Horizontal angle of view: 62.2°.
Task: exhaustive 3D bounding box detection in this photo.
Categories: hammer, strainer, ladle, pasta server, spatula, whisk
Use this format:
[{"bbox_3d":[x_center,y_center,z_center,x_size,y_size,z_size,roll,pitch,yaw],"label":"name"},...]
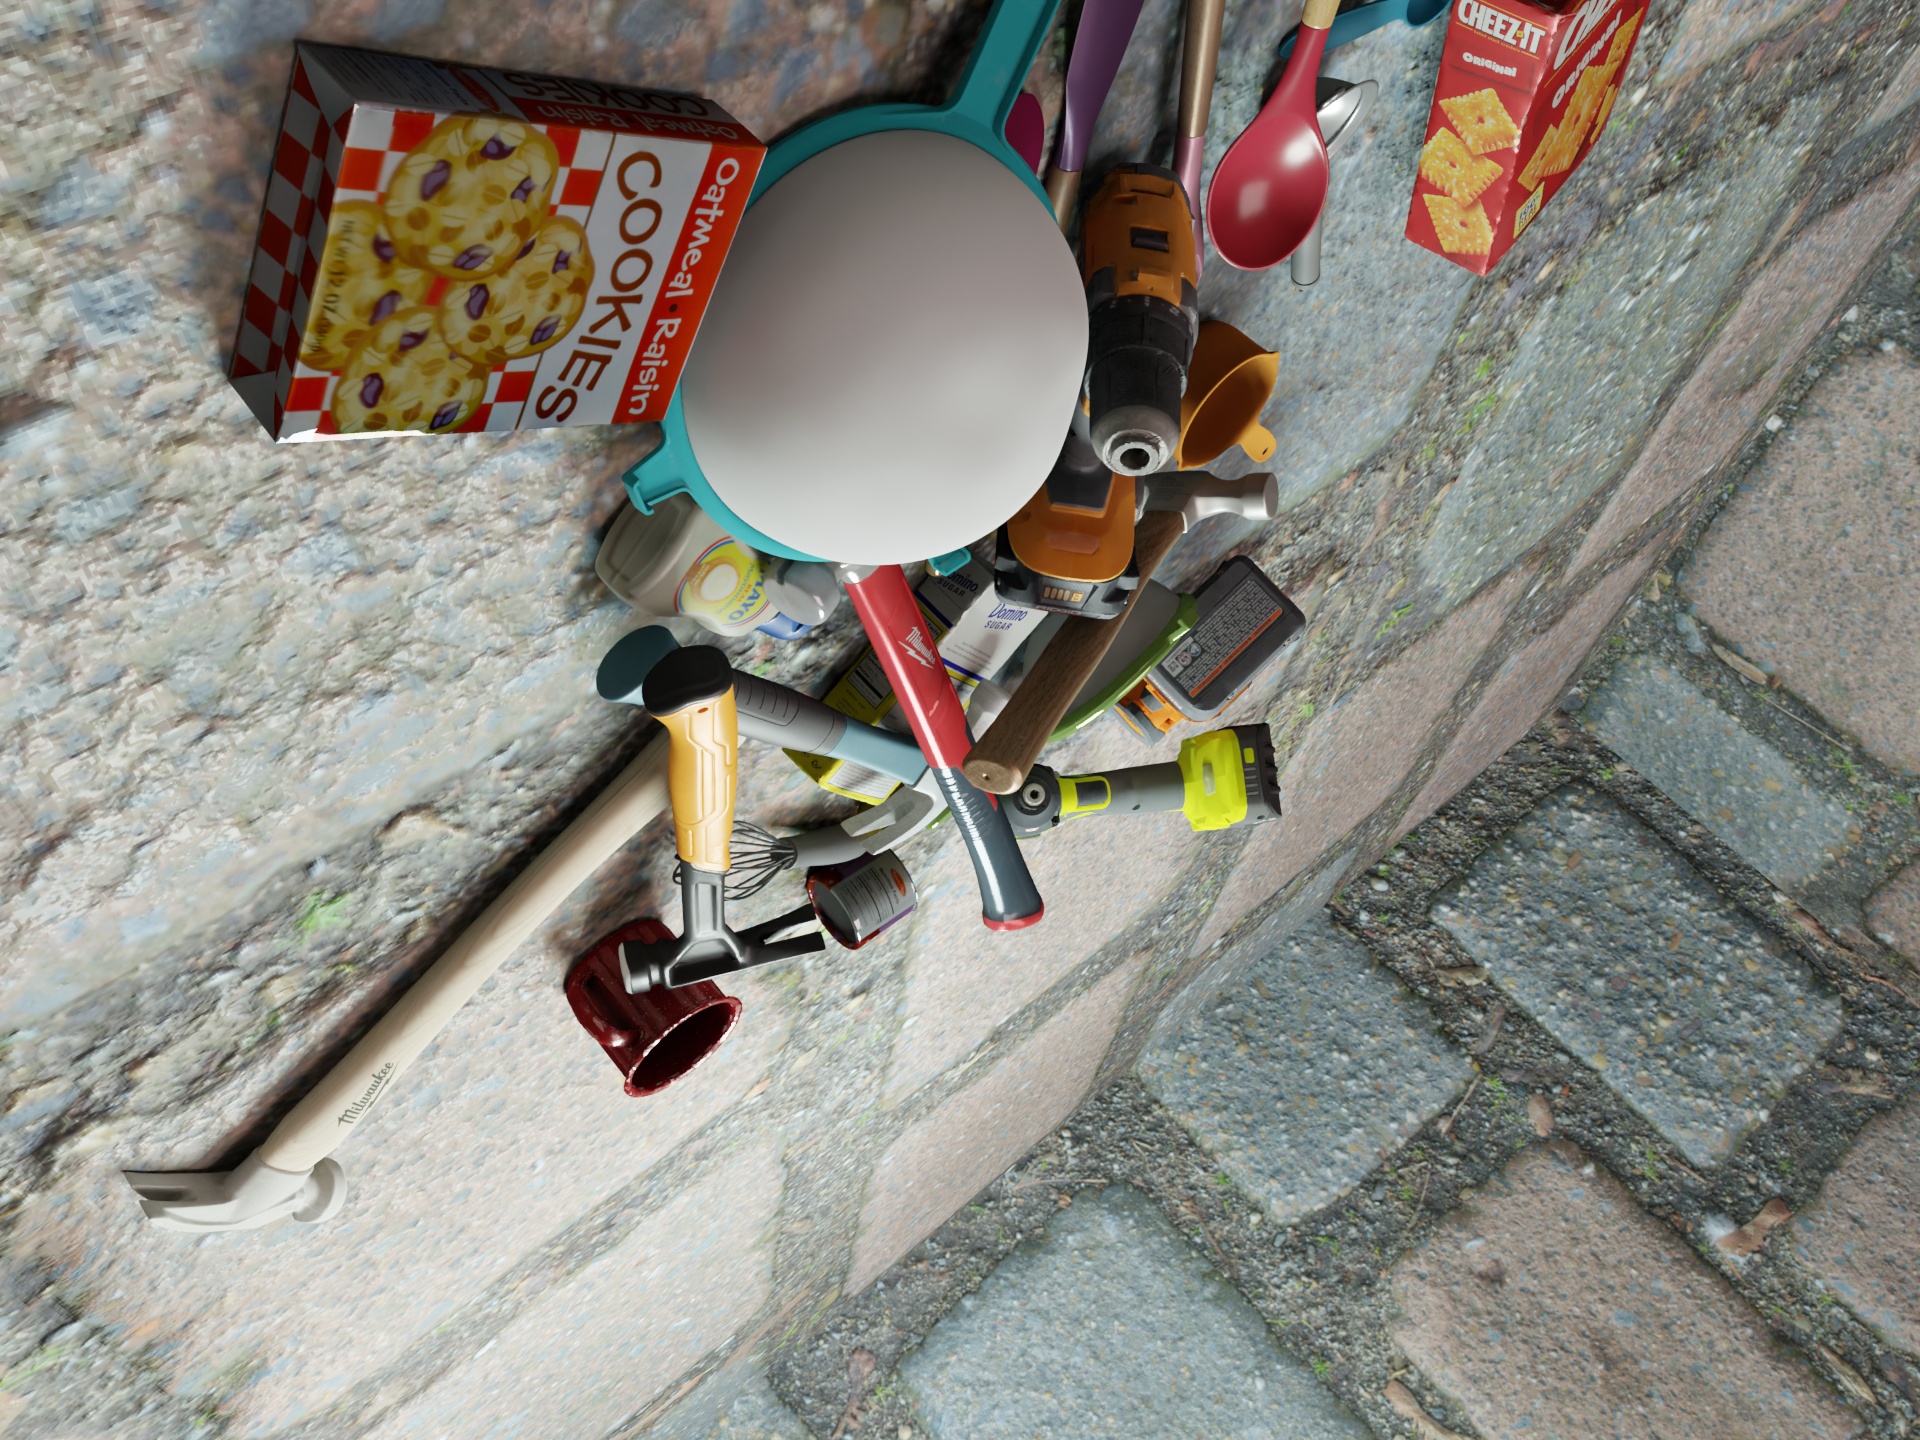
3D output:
[{"bbox_3d":[0.082,-0.065,0.958,0.331,0.130,0.031,-53,138,-45],"label":"hammer"},{"bbox_3d":[-0.083,0.003,0.908,0.128,0.033,0.330,-56,149,8],"label":"hammer"},{"bbox_3d":[0.009,-0.200,0.664,0.210,0.095,0.340,7,117,-42],"label":"strainer"},{"bbox_3d":[0.053,-0.024,1.146,0.256,0.069,0.151,-41,-171,8],"label":"strainer"},{"bbox_3d":[0.173,-0.351,0.744,0.069,0.031,0.315,-8,144,-14],"label":"ladle"},{"bbox_3d":[-0.276,0.131,0.887,0.410,0.038,0.146,-46,157,1],"label":"hammer"},{"bbox_3d":[-0.133,0.063,0.873,0.127,0.034,0.336,-11,150,-14],"label":"hammer"},{"bbox_3d":[0.111,-0.320,0.787,0.060,0.040,0.316,-36,153,-21],"label":"pasta server"},{"bbox_3d":[0.049,-0.256,0.794,0.060,0.018,0.315,-43,161,-37],"label":"spatula"},{"bbox_3d":[-0.001,-0.003,0.936,0.143,0.038,0.385,-56,146,-26],"label":"hammer"},{"bbox_3d":[0.202,-0.312,0.940,0.087,0.050,0.258,-37,164,3],"label":"strainer"},{"bbox_3d":[-0.118,0.088,1.083,0.055,0.055,0.239,-51,162,16],"label":"whisk"}]

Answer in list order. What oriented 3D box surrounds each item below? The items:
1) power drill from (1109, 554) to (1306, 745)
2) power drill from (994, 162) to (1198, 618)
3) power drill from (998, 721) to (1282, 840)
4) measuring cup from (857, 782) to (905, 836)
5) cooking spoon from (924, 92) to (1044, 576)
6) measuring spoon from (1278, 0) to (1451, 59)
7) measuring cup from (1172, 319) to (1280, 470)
[{"bbox_3d":[0.201,-0.061,1.280,0.164,0.084,0.226,-43,177,-5],"label":"power drill"},{"bbox_3d":[0.073,-0.147,0.837,0.084,0.186,0.226,8,143,-5],"label":"power drill"},{"bbox_3d":[0.126,0.054,1.232,0.223,0.080,0.171,-6,174,-7],"label":"power drill"},{"bbox_3d":[-0.043,0.064,1.207,0.062,0.029,0.156,-46,170,1],"label":"measuring cup"},{"bbox_3d":[0.003,-0.184,0.841,0.069,0.017,0.318,-34,155,-27],"label":"cooking spoon"},{"bbox_3d":[0.220,-0.391,0.870,0.128,0.021,0.042,-27,153,-18],"label":"measuring spoon"},{"bbox_3d":[0.170,-0.208,1.053,0.095,0.052,0.173,-50,160,12],"label":"measuring cup"}]
